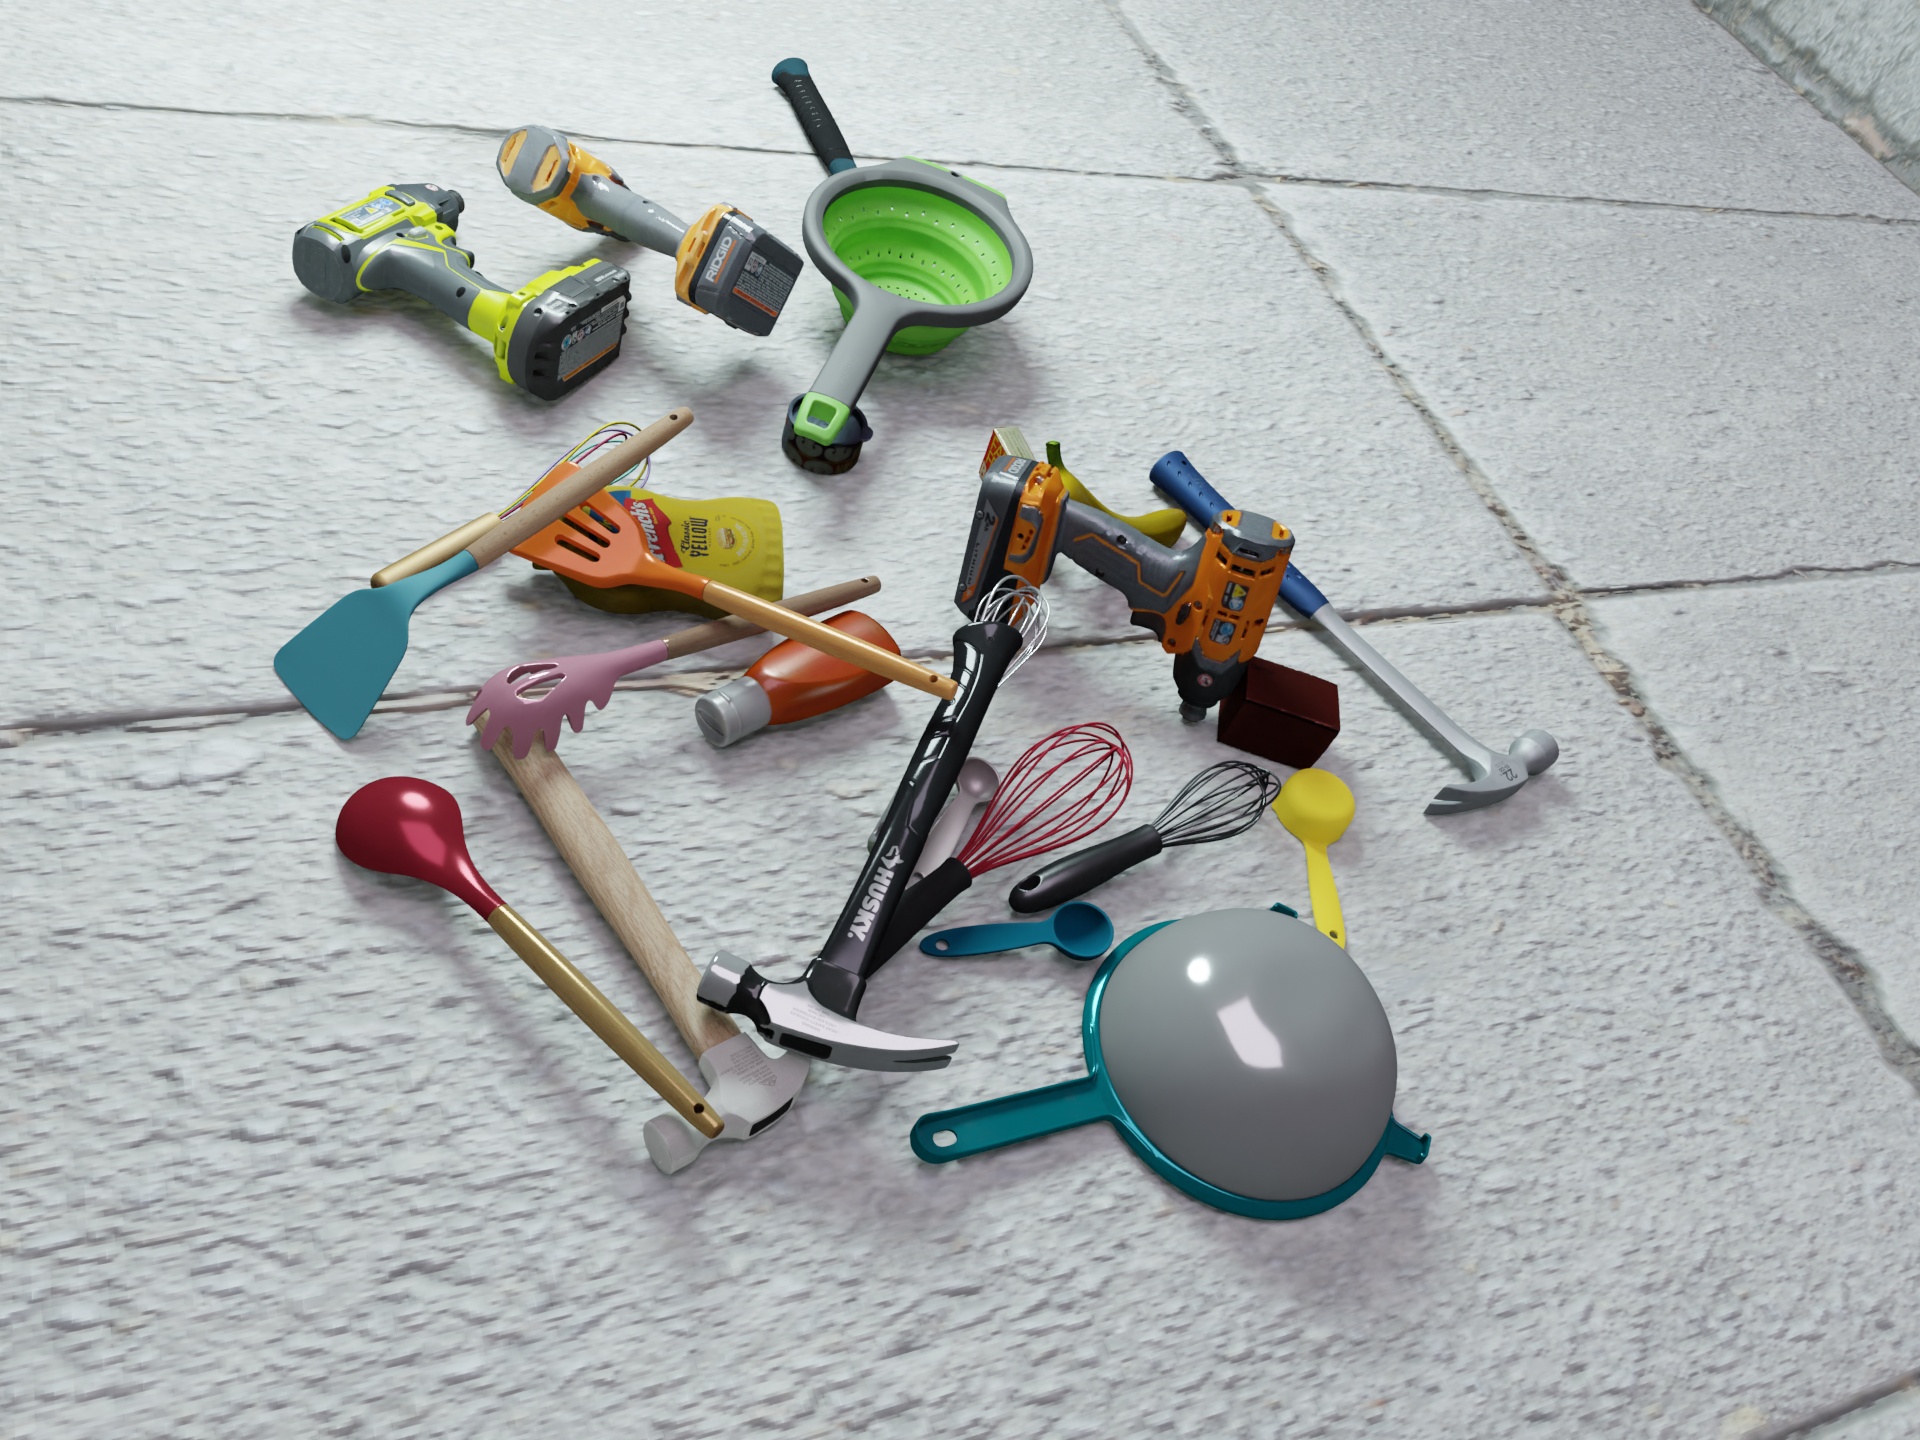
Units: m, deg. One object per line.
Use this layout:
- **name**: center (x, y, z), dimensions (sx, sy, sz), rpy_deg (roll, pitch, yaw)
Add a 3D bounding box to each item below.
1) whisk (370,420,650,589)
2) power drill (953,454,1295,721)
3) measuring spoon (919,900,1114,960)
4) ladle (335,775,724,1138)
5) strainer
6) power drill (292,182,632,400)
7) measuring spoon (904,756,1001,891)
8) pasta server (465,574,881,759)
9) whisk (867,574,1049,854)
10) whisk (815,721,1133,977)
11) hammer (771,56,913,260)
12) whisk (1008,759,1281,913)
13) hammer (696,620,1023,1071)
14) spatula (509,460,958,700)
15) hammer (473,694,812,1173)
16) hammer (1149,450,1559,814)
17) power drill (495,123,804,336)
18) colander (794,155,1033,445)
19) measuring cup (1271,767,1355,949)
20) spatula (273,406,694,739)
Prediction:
- **whisk**: center (-0.314, -0.151, 1.127), dimensions (0.051, 0.047, 0.245), rpy_deg (38, 51, 16)
- **power drill**: center (0.116, -0.096, 1.183), dimensions (0.226, 0.164, 0.084), rpy_deg (17, 27, 7)
- **measuring spoon**: center (0.035, 0.143, 1.025), dimensions (0.128, 0.021, 0.042), rpy_deg (-4, 52, -13)
- **ladle**: center (-0.244, 0.126, 0.891), dimensions (0.316, 0.031, 0.069), rpy_deg (38, 58, 21)
- **strainer**: center (0.133, 0.198, 0.955), dimensions (0.340, 0.095, 0.211), rpy_deg (-7, 53, -28)
- **power drill**: center (-0.381, -0.352, 1.257), dimensions (0.223, 0.080, 0.171), rpy_deg (27, 41, 7)
- **measuring spoon**: center (-0.010, 0.073, 1.069), dimensions (0.034, 0.018, 0.124), rpy_deg (37, 52, -6)
- **pasta server**: center (-0.178, -0.049, 1.059), dimensions (0.316, 0.040, 0.060), rpy_deg (-22, 60, -39)
- **whisk**: center (-0.002, -0.003, 1.090), dimensions (0.058, 0.059, 0.246), rpy_deg (0, 50, 40)
- **whisk**: center (0.012, 0.087, 1.030), dimensions (0.073, 0.073, 0.296), rpy_deg (42, 55, 17)
- **hammer**: center (-0.122, -0.554, 1.567), dimensions (0.128, 0.033, 0.331), rpy_deg (-7, 53, -25)
- **whisk**: center (0.128, 0.080, 1.095), dimensions (0.239, 0.055, 0.055), rpy_deg (-22, 61, -30)
- **hammer**: center (-0.025, 0.063, 0.982), dimensions (0.146, 0.035, 0.335), rpy_deg (24, 53, 2)
- **spatula**: center (-0.147, -0.081, 1.043), dimensions (0.323, 0.041, 0.081), rpy_deg (23, 65, 17)
- **hammer**: center (-0.200, 0.105, 0.951), dimensions (0.130, 0.031, 0.332), rpy_deg (-22, 60, -34)
- **hammer**: center (0.302, -0.082, 1.312), dimensions (0.144, 0.035, 0.406), rpy_deg (-26, 63, -37)
- **power drill**: center (-0.244, -0.399, 1.304), dimensions (0.226, 0.084, 0.185), rpy_deg (29, 9, 11)
- **colander**: center (-0.068, -0.334, 1.353), dimensions (0.204, 0.094, 0.397), rpy_deg (22, 49, -1)
- **measuring cup**: center (0.263, 0.097, 1.140), dimensions (0.062, 0.029, 0.157), rpy_deg (12, 45, -11)
- **spatula**: center (-0.297, -0.114, 1.038), dimensions (0.082, 0.044, 0.317), rpy_deg (41, 64, 18)
